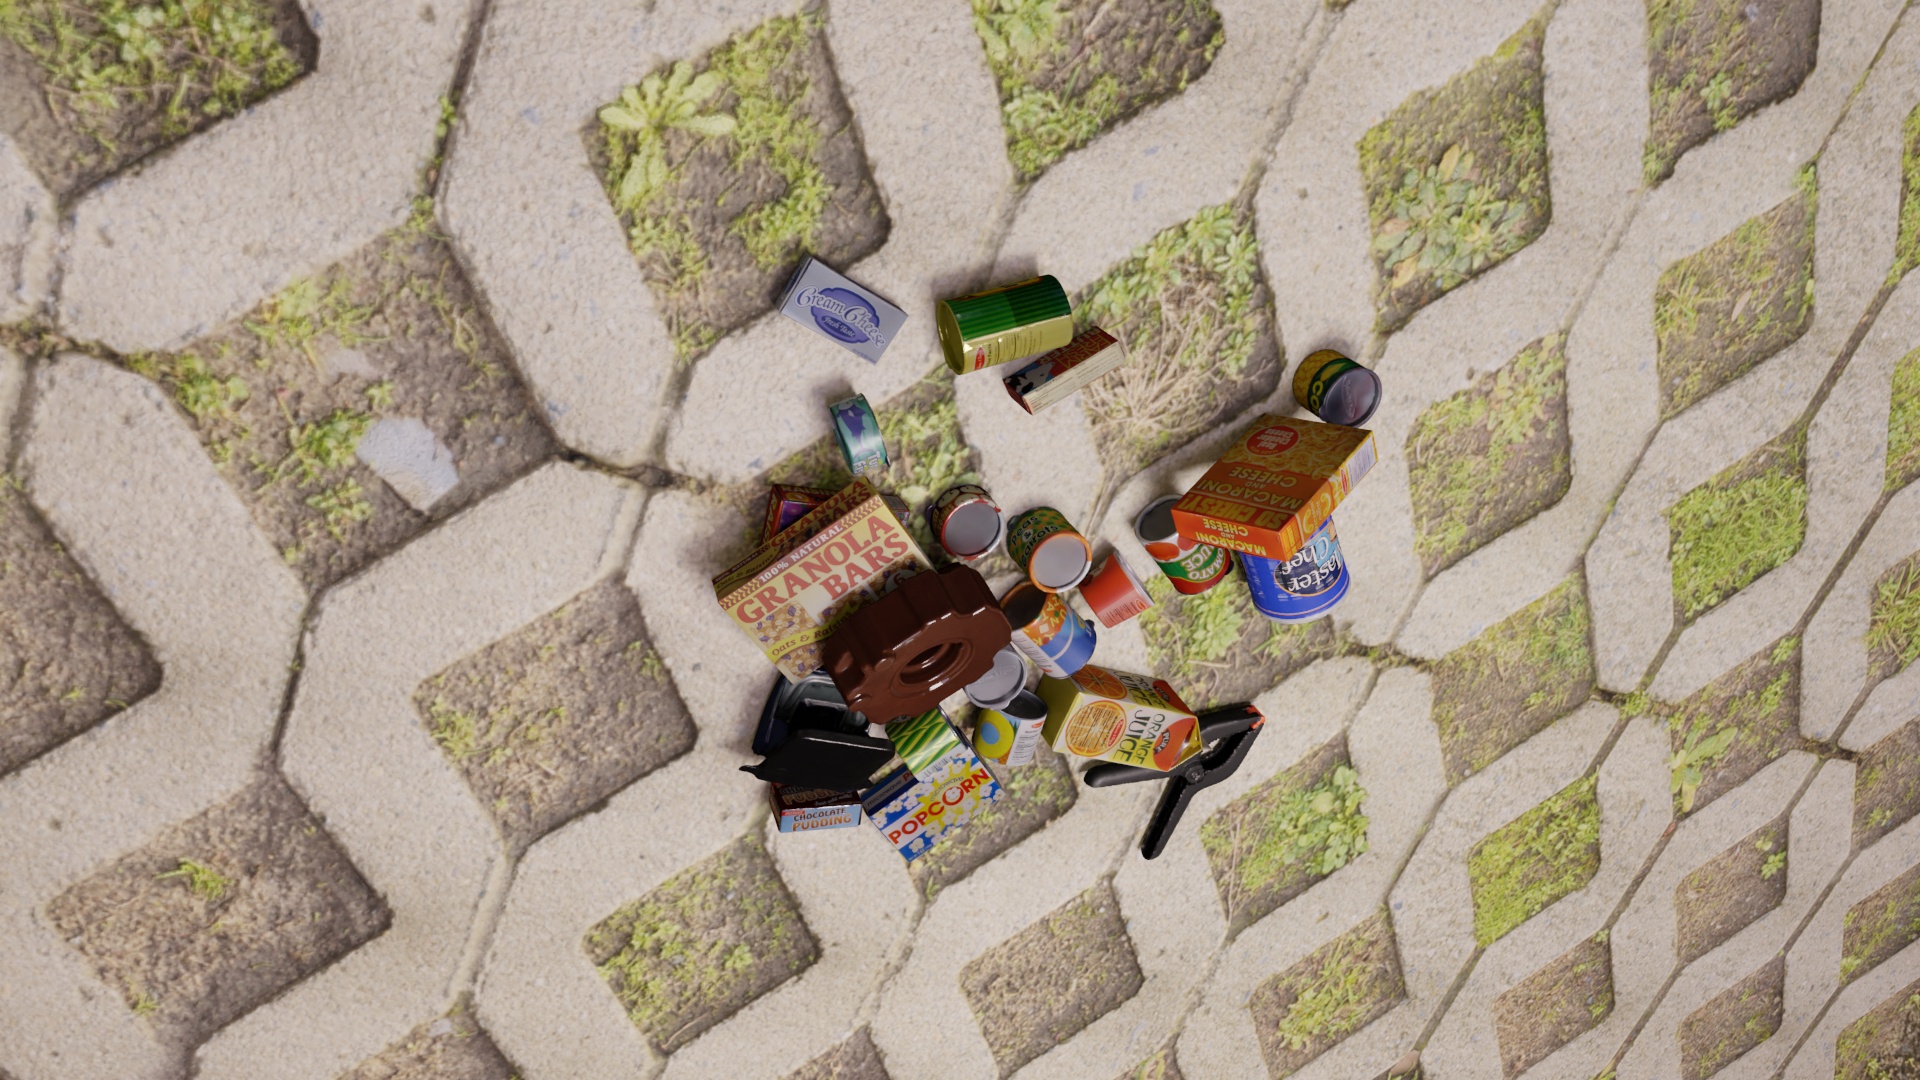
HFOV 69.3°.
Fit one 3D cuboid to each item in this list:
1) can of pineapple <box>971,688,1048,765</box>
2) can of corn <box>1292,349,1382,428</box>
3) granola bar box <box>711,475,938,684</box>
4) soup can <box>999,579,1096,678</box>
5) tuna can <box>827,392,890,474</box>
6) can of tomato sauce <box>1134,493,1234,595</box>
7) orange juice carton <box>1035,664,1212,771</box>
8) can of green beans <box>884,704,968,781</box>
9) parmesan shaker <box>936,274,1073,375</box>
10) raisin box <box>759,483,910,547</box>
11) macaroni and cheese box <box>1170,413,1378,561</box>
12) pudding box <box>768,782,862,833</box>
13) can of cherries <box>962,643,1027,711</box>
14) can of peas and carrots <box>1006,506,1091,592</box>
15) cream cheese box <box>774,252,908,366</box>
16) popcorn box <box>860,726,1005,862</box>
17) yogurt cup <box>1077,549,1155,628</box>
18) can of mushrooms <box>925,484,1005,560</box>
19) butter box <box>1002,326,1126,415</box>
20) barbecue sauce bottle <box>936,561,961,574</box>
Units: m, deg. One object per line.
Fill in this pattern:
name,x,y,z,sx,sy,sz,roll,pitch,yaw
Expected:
can of pineapple,0.048,0.186,1.410,0.071,0.071,0.057,6,114,-25
can of corn,0.369,-0.148,1.371,0.071,0.058,0.070,-10,119,-18
granola bar box,-0.117,0.036,1.230,0.165,0.039,0.123,-34,128,2
soup can,0.086,0.085,1.372,0.071,0.071,0.083,-44,123,4
tuna can,-0.088,-0.090,1.206,0.033,0.071,0.070,-22,122,-9
can of tomato sauce,0.223,0.004,1.383,0.071,0.071,0.083,-40,123,2
orange juice carton,0.175,0.186,1.457,0.193,0.072,0.072,14,110,-28
can of green beans,-0.034,0.196,1.379,0.058,0.071,0.071,-34,124,-2
parmesan shaker,0.038,-0.188,1.212,0.103,0.071,0.071,-17,121,-14
raisin box,-0.116,-0.001,1.259,0.123,0.040,0.085,5,114,-24
macaroni and cheese box,0.299,-0.052,1.317,0.167,0.124,0.040,-43,128,-29
pudding box,-0.144,0.261,1.377,0.084,0.050,0.030,0,118,-22
can of cherries,0.024,0.124,1.371,0.071,0.058,0.071,-10,119,-19
can of peas and carrots,0.084,0.008,1.334,0.071,0.059,0.070,-10,119,-18
cream cheese box,-0.100,-0.194,1.174,0.104,0.024,0.053,27,103,-31
popcorn box,-0.029,0.263,1.432,0.127,0.038,0.085,-35,123,-2
yogurt cup,0.154,0.051,1.384,0.054,0.073,0.072,-35,124,8
can of mushrooms,0.005,-0.016,1.305,0.071,0.033,0.070,-10,120,-18
butter box,0.095,-0.154,1.259,0.103,0.053,0.024,-31,121,-6
barbecue sauce bottle,-0.061,0.068,1.309,0.149,0.044,0.064,-22,162,-6
